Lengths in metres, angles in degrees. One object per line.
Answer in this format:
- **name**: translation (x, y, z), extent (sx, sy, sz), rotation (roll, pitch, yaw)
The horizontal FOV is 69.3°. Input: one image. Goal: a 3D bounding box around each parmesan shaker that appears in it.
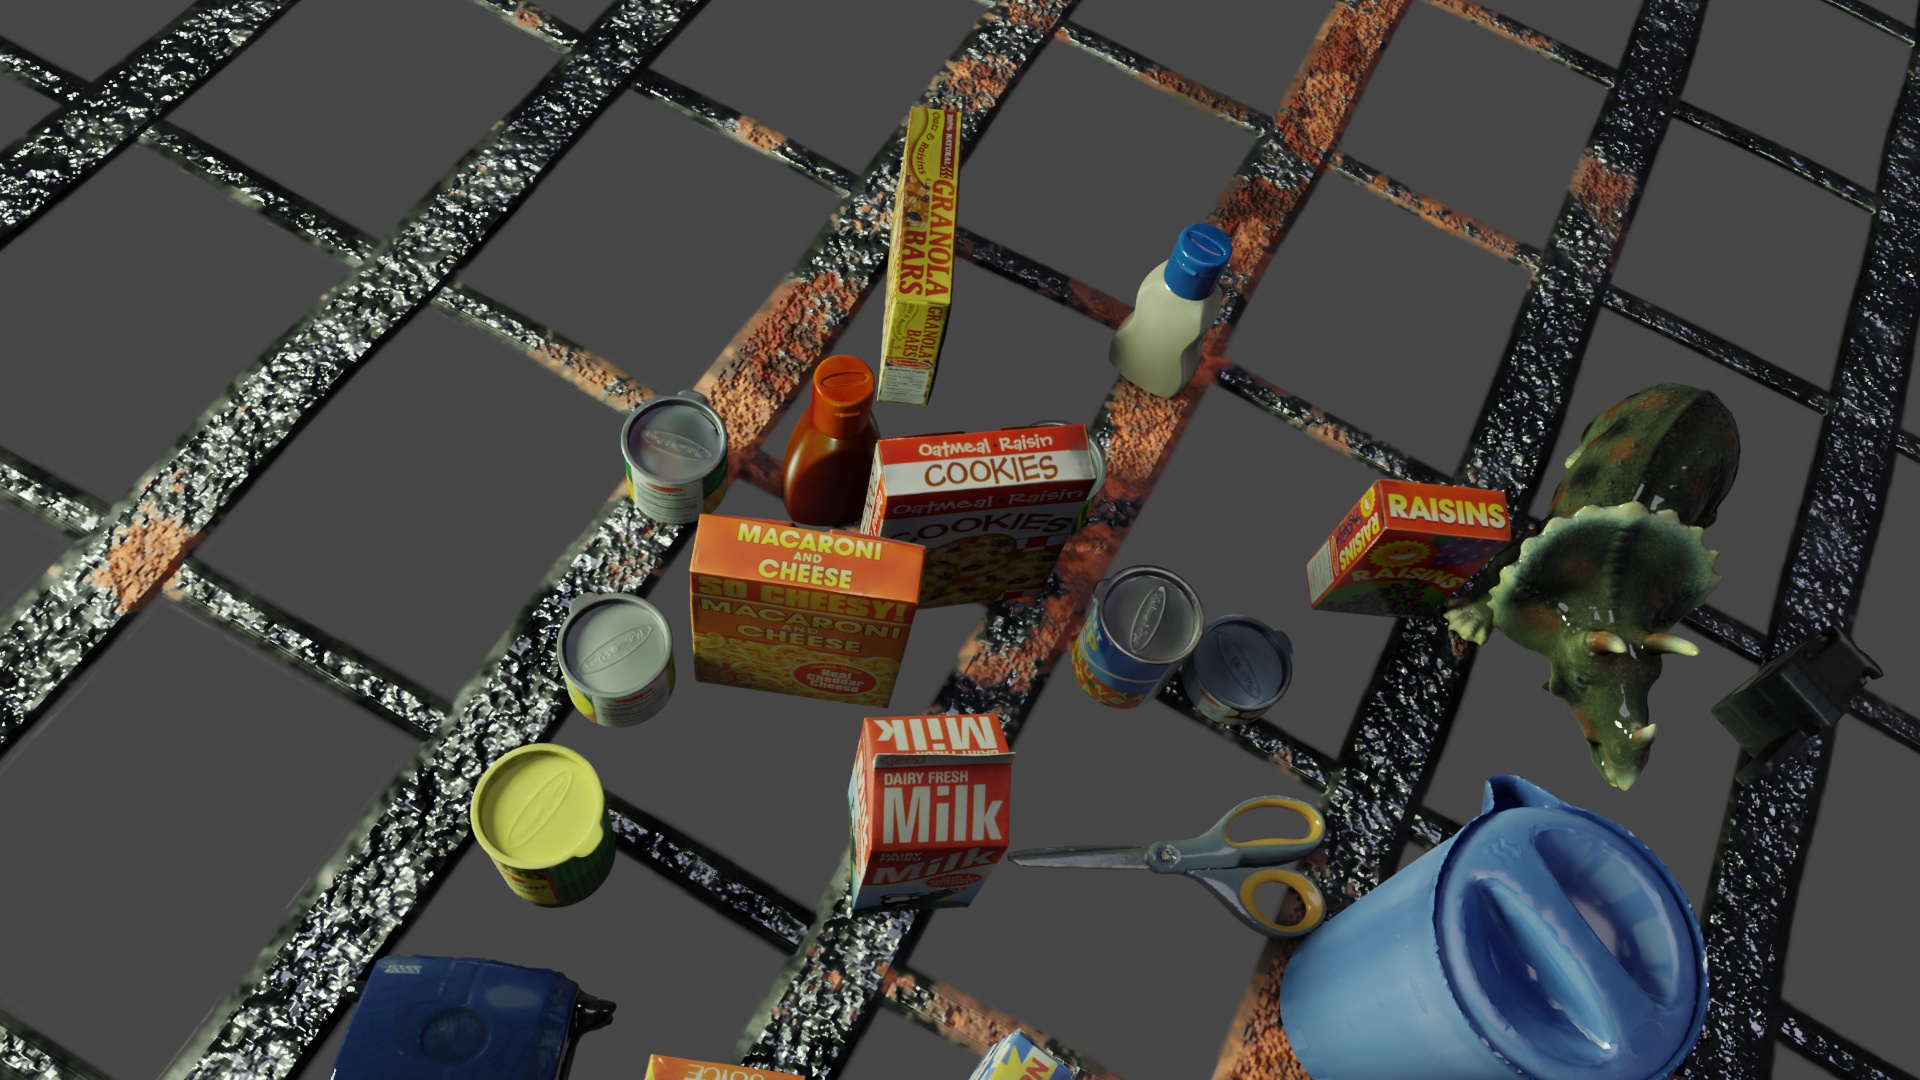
- **parmesan shaker**: translation (-0.223, 0.160, 0.760), extent (0.071, 0.102, 0.071), rotation (4, 63, -8)

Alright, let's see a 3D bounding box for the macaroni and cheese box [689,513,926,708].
- **macaroni and cheese box**: translation (-0.092, 0.044, 0.806), extent (0.124, 0.165, 0.040), rotation (8, 62, -5)

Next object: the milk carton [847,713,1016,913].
- **milk carton**: translation (-0.020, 0.145, 0.752), extent (0.072, 0.189, 0.074), rotation (0, 64, -9)

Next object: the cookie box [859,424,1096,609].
- **cookie box**: translation (0.003, -0.011, 0.849), extent (0.123, 0.166, 0.040), rotation (-6, 65, -12)

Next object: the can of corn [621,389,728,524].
- **can of corn**: translation (-0.183, -0.054, 0.902), extent (0.071, 0.058, 0.071), rotation (4, 63, -8)

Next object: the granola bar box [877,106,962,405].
- **granola bar box**: translation (-0.028, -0.195, 0.964), extent (0.039, 0.123, 0.166), rotation (6, 62, -6)

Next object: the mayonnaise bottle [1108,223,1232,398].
- **mayonnaise bottle**: translation (0.149, -0.159, 0.961), extent (0.065, 0.147, 0.041), rotation (34, 63, 8)

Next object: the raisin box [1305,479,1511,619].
- **raisin box**: translation (0.292, 0.007, 0.914), extent (0.086, 0.122, 0.040), rotation (6, 63, -7)

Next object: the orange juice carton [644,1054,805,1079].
- **orange juice carton**: translation (-0.117, 0.292, 0.659), extent (0.072, 0.191, 0.073), rotation (10, 62, -4)

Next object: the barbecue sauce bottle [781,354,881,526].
- **barbecue sauce bottle**: translation (-0.078, -0.060, 0.872), extent (0.065, 0.147, 0.044), rotation (-9, 65, -14)

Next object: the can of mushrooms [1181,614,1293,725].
- **can of mushrooms**: translation (0.181, 0.084, 0.906), extent (0.071, 0.033, 0.071), rotation (4, 63, -8)

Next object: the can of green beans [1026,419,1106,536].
- **can of green beans**: translation (0.059, -0.039, 0.935), extent (0.071, 0.057, 0.071), rotation (4, 63, -8)

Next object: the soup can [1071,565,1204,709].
- **soup can**: translation (0.108, 0.061, 0.877), extent (0.071, 0.083, 0.071), rotation (4, 63, -8)

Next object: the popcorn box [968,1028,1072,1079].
- **popcorn box**: translation (0.003, 0.324, 0.724), extent (0.038, 0.084, 0.127), rotation (35, 63, 9)

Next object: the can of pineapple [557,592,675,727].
- **can of pineapple**: translation (-0.206, 0.071, 0.834), extent (0.071, 0.057, 0.071), rotation (4, 63, -8)
